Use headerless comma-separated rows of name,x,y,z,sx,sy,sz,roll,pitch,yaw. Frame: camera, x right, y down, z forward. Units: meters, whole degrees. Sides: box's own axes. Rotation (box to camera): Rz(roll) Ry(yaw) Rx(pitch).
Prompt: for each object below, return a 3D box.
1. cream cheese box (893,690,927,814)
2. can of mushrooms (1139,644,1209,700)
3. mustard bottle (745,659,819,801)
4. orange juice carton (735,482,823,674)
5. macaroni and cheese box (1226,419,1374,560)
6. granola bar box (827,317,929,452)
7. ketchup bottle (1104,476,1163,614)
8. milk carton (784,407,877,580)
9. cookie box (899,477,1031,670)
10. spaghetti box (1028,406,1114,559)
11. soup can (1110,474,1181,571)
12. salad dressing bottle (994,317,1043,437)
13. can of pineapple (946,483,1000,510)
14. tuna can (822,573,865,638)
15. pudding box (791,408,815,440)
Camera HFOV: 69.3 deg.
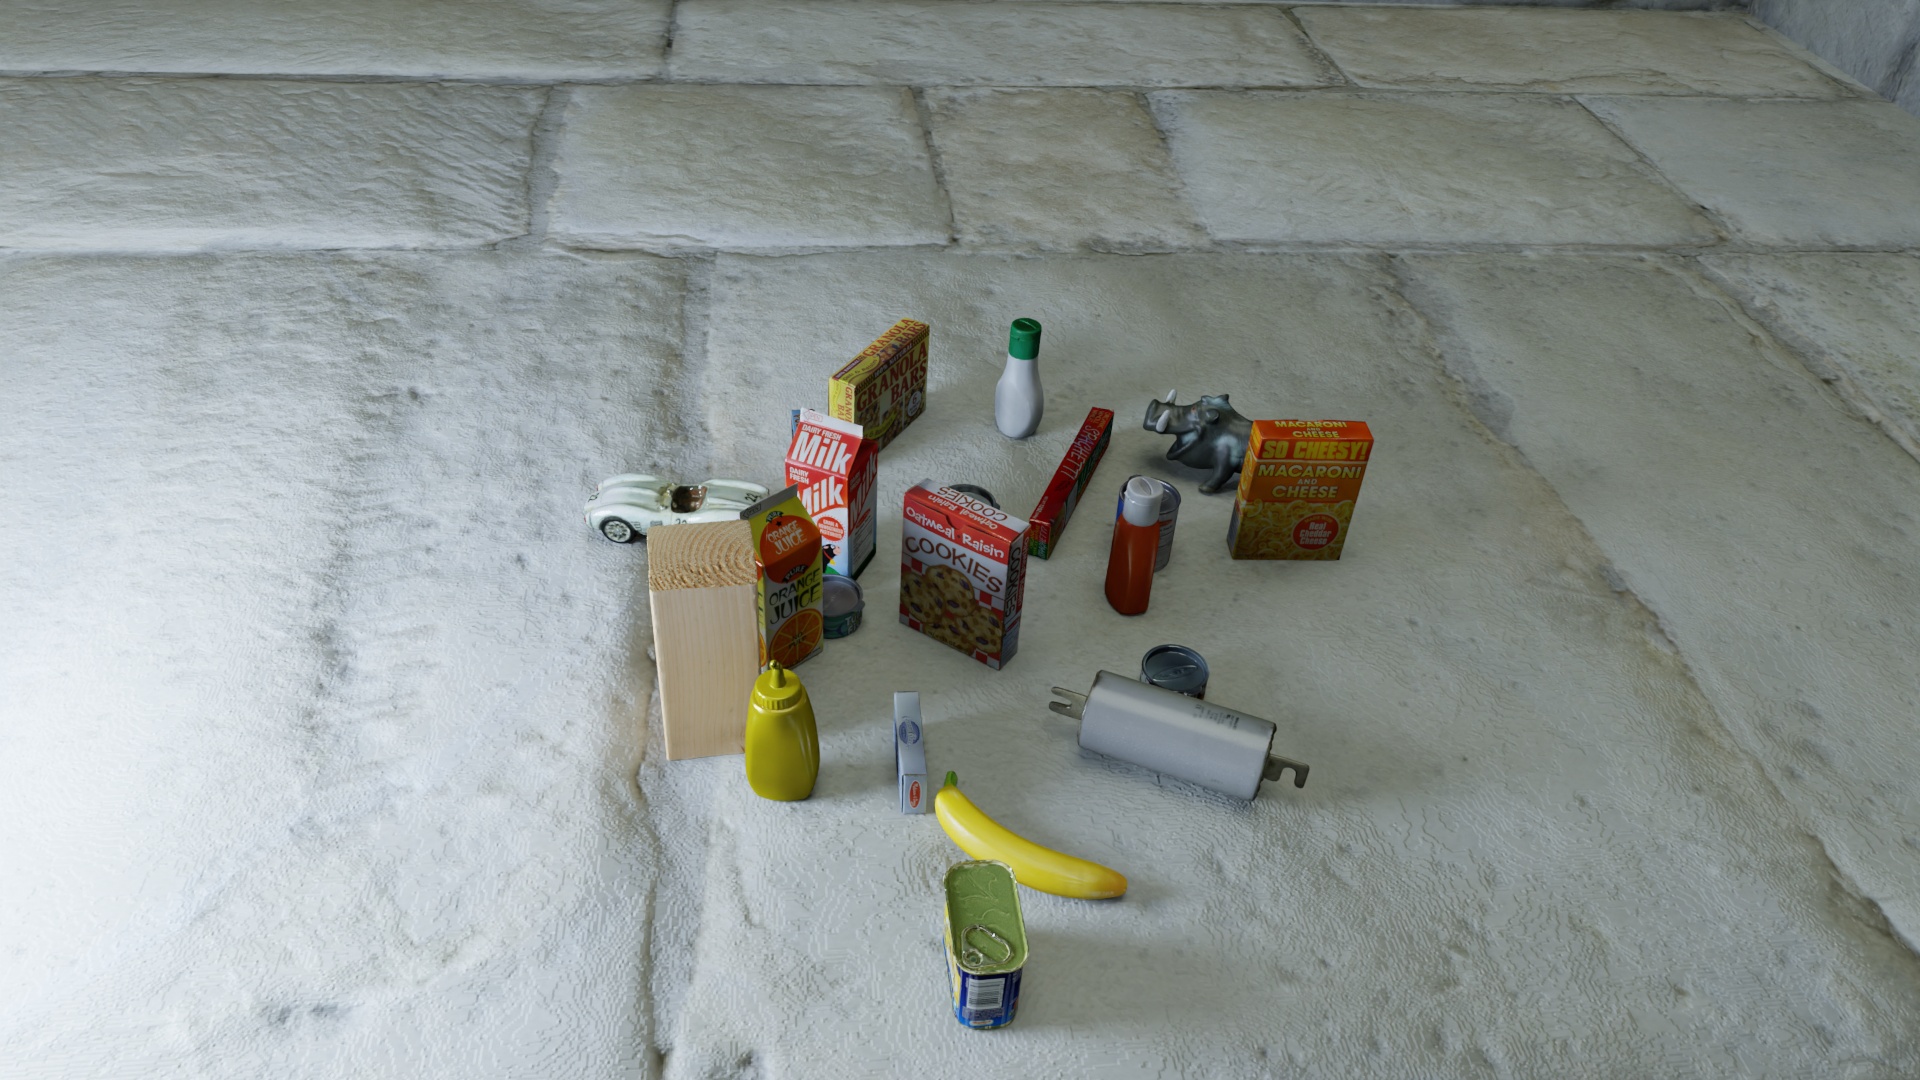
cream cheese box,-0.046,0.191,1.254,0.024,0.053,0.104,-1,39,-7
can of mushrooms,0.210,0.137,1.360,0.071,0.033,0.071,3,39,-2
mustard bottle,-0.155,0.158,1.200,0.065,0.159,0.049,4,39,-1
orange juice carton,-0.180,0.034,1.326,0.072,0.191,0.073,-30,50,-35
macaroni and cheese box,0.365,-0.054,1.505,0.124,0.165,0.040,0,39,-5
granola bar box,-0.096,-0.173,1.643,0.039,0.123,0.166,22,42,20
ketchup bottle,0.180,0.003,1.431,0.043,0.148,0.065,-6,40,-12
milk carton,-0.132,-0.049,1.433,0.072,0.189,0.074,17,41,15
cookie box,0.001,0.034,1.362,0.123,0.166,0.040,25,43,23
spaghetti box,0.128,-0.071,1.596,0.029,0.049,0.251,16,40,14
soup can,0.200,-0.018,1.511,0.071,0.083,0.072,3,39,-2
salad dressing bottle,0.073,-0.195,1.667,0.044,0.146,0.064,-29,50,-35
can of pineapple,0.005,-0.019,1.514,0.071,0.057,0.071,3,39,-2
tuna can,-0.130,0.068,1.415,0.071,0.032,0.071,3,39,-2
pudding box,-0.179,-0.111,1.618,0.030,0.049,0.084,-4,40,-10
